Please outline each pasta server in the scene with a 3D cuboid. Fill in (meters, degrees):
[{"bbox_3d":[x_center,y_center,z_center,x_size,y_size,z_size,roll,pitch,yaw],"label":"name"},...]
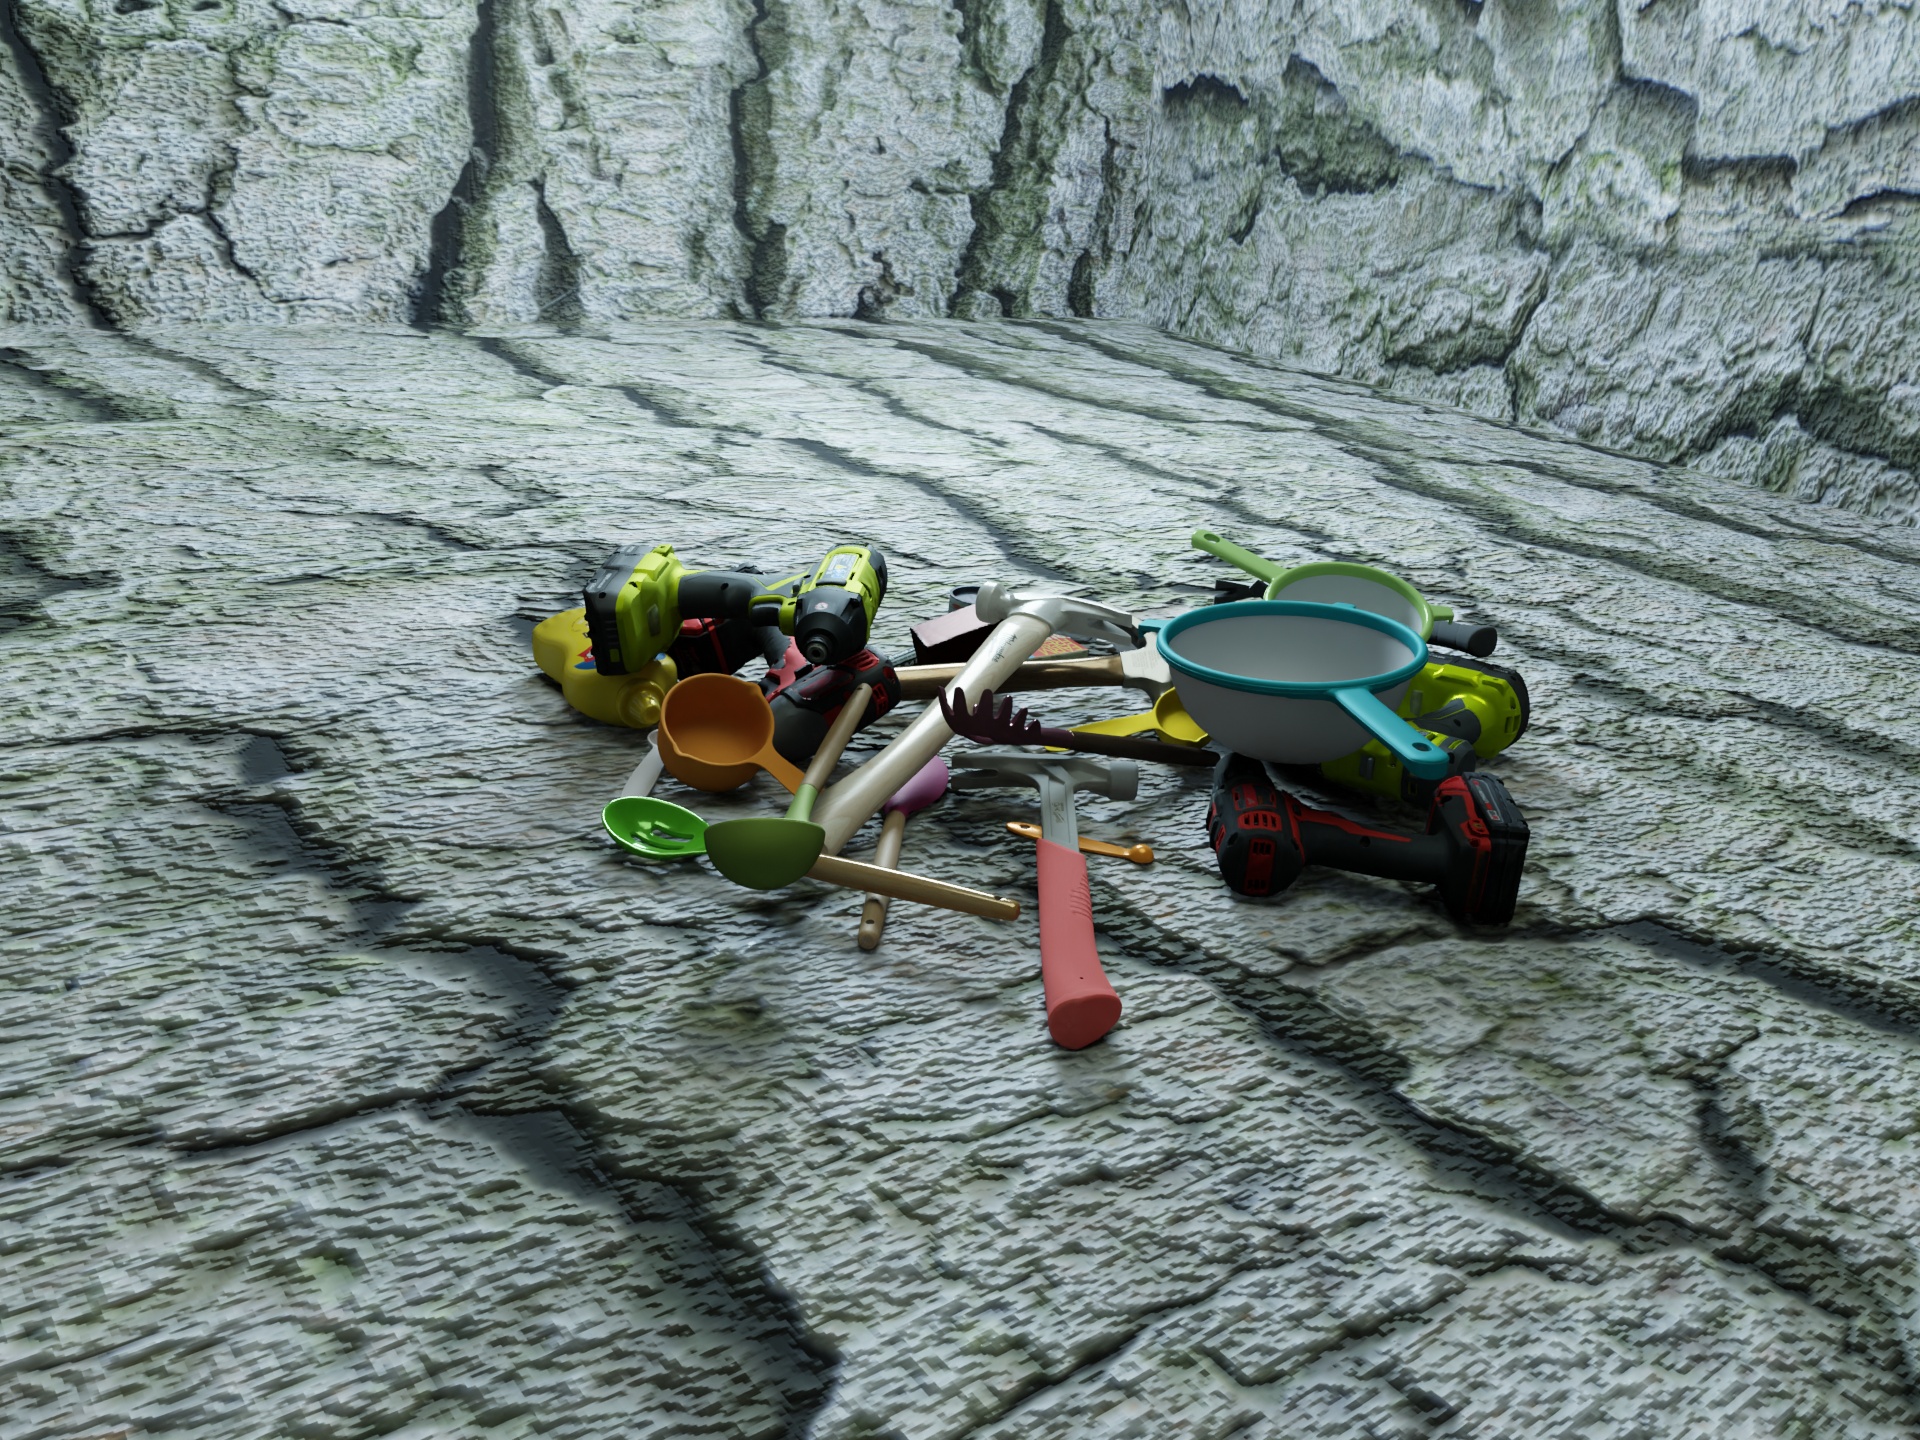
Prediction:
[{"bbox_3d":[0.106,0.010,1.282,0.316,0.040,0.060,8,-3,-41],"label":"pasta server"}]

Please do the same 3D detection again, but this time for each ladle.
[{"bbox_3d":[-0.106,0.029,1.139,0.078,0.062,0.320,-6,23,13],"label":"ladle"}]

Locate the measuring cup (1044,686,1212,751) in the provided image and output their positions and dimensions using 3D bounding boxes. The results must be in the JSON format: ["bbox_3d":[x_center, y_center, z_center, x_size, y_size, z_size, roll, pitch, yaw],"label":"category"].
[{"bbox_3d":[0.150,0.011,1.393,0.156,0.029,0.062,-12,56,-2],"label":"measuring cup"}]

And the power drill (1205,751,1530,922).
[{"bbox_3d":[0.301,0.079,1.225,0.226,0.080,0.188,5,22,3],"label":"power drill"}]

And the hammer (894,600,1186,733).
[{"bbox_3d":[0.033,-0.041,1.438,0.331,0.031,0.130,-3,62,-8],"label":"hammer"}]

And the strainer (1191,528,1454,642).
[{"bbox_3d":[0.311,-0.100,1.470,0.151,0.069,0.257,-29,47,-31],"label":"strainer"}]

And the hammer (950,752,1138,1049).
[{"bbox_3d":[0.062,0.110,1.116,0.149,0.036,0.359,2,24,1],"label":"hammer"}]

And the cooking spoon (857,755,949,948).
[{"bbox_3d":[-0.050,0.084,1.181,0.069,0.017,0.319,3,22,3],"label":"cooking spoon"}]

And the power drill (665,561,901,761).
[{"bbox_3d":[-0.165,-0.042,1.362,0.143,0.078,0.220,-33,44,-21],"label":"power drill"}]

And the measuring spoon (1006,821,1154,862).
[{"bbox_3d":[0.091,0.090,1.216,0.117,0.011,0.021,12,23,14],"label":"measuring spoon"}]

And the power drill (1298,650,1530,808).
[{"bbox_3d":[0.392,0.004,1.427,0.191,0.080,0.228,17,26,36],"label":"power drill"}]

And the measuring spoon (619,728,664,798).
[{"bbox_3d":[-0.242,0.042,1.244,0.034,0.018,0.124,9,29,4],"label":"measuring spoon"}]

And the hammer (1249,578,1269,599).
[{"bbox_3d":[0.285,-0.063,1.486,0.146,0.035,0.335,50,31,10],"label":"hammer"}]

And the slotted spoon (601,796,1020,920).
[{"bbox_3d":[-0.107,0.099,1.089,0.314,0.031,0.070,10,24,21],"label":"slotted spoon"}]

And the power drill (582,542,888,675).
[{"bbox_3d":[-0.181,-0.089,1.285,0.223,0.080,0.171,0,27,8],"label":"power drill"}]

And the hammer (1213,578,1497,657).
[{"bbox_3d":[0.414,-0.112,1.660,0.149,0.036,0.409,-2,12,-20],"label":"hammer"}]

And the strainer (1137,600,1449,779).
[{"bbox_3d":[0.275,0.001,1.212,0.211,0.095,0.341,-6,23,-12],"label":"strainer"}]

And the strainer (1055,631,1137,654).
[{"bbox_3d":[0.130,-0.083,1.546,0.258,0.050,0.087,9,16,-39],"label":"strainer"}]

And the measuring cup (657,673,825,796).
[{"bbox_3d":[-0.160,0.038,1.232,0.174,0.052,0.095,38,51,8],"label":"measuring cup"}]

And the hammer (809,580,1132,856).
[{"bbox_3d":[-0.002,-0.004,1.277,0.146,0.038,0.411,14,35,24],"label":"hammer"}]
